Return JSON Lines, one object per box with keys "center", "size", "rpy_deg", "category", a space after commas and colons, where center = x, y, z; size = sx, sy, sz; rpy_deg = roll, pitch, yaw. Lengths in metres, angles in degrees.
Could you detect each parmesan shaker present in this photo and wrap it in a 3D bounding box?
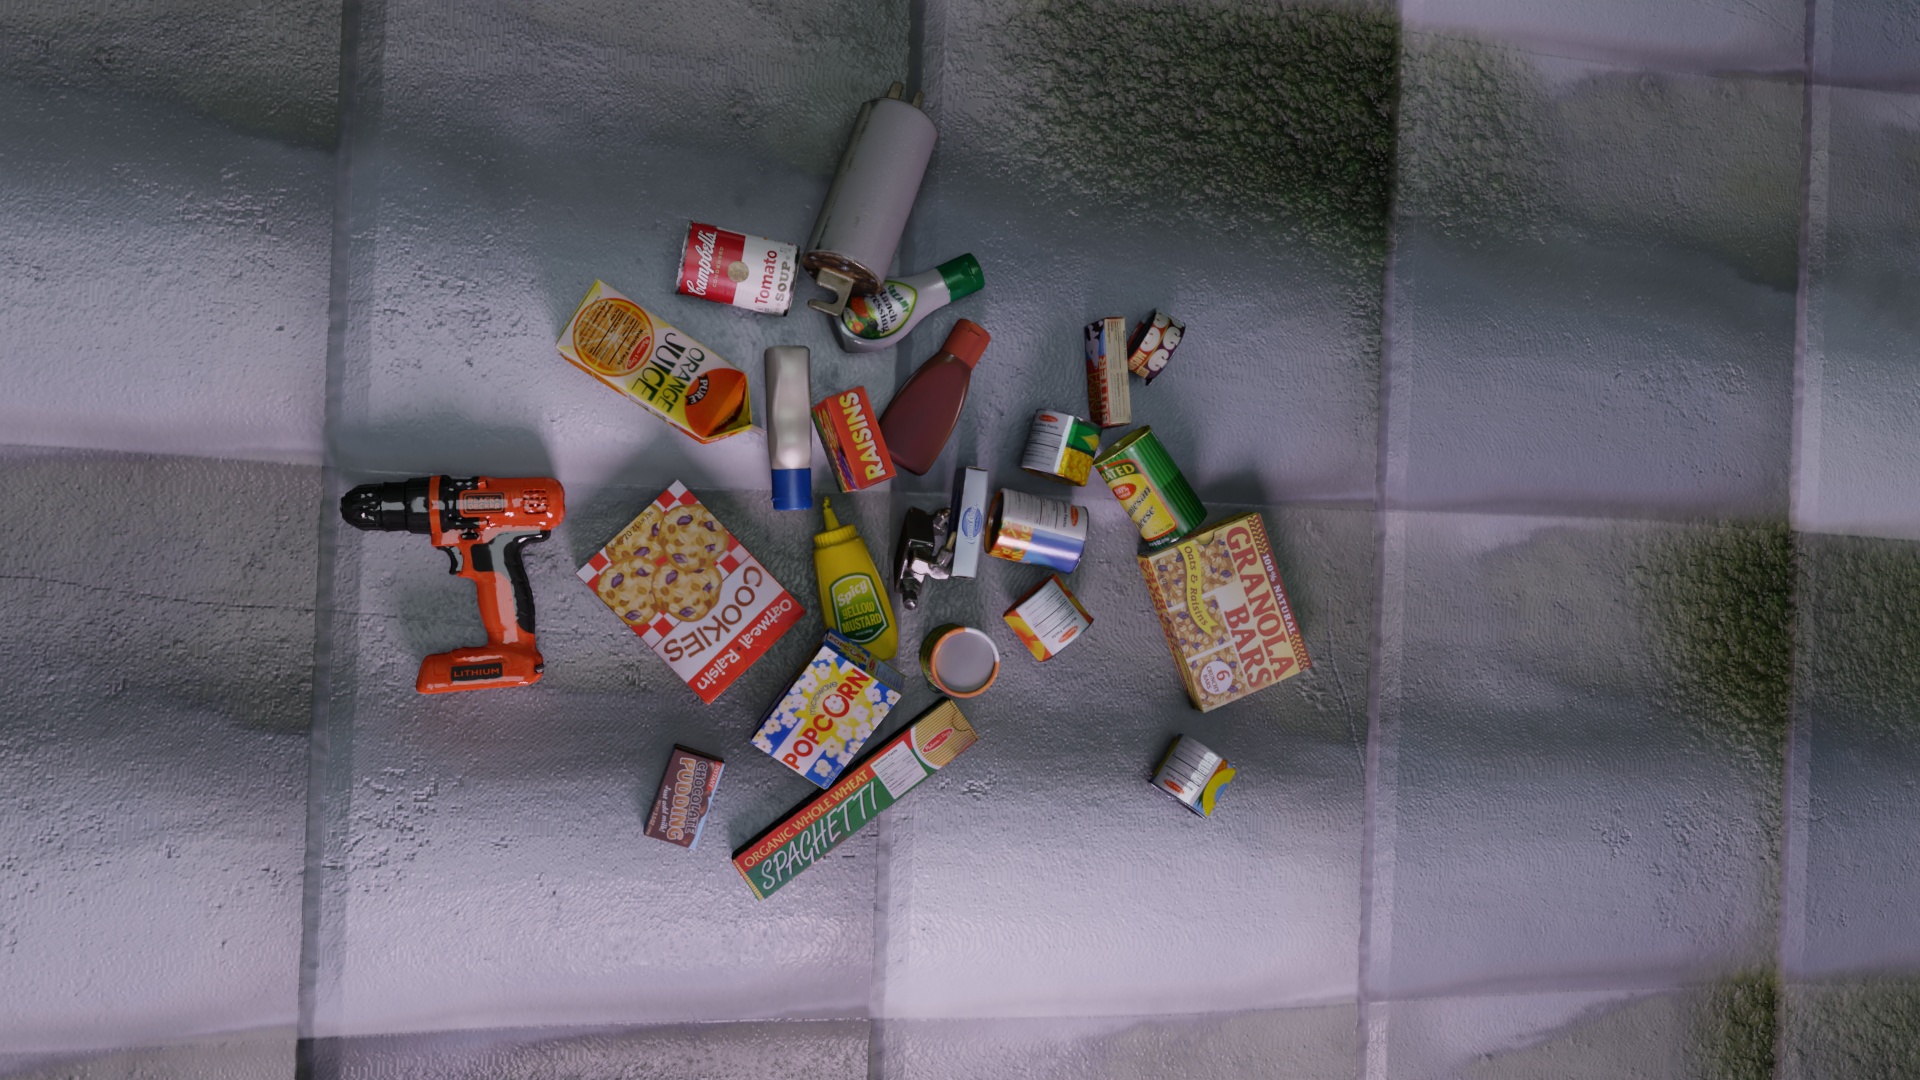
{"center": [0.184, -0.051, 1.332], "size": [0.071, 0.071, 0.103], "rpy_deg": [-37, 97, -10], "category": "parmesan shaker"}

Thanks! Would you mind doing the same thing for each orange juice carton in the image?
{"center": [-0.257, -0.146, 1.237], "size": [0.192, 0.072, 0.073], "rpy_deg": [32, 84, -10], "category": "orange juice carton"}

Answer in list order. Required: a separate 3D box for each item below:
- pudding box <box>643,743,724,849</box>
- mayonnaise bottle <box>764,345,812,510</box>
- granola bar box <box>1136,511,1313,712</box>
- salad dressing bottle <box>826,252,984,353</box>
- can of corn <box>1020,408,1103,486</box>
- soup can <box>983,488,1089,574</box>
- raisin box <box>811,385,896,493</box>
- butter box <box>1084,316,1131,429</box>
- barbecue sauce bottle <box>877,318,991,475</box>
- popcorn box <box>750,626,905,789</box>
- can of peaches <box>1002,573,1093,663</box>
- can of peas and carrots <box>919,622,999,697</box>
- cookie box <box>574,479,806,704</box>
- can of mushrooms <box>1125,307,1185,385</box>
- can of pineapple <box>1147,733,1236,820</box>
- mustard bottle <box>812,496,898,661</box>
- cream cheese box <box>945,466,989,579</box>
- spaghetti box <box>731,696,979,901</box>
{"center": [-0.250, 0.232, 1.258], "size": [0.050, 0.030, 0.083], "rpy_deg": [21, 86, -12], "category": "pudding box"}
{"center": [-0.155, -0.102, 1.266], "size": [0.041, 0.065, 0.148], "rpy_deg": [-3, 95, -15], "category": "mayonnaise bottle"}
{"center": [0.260, 0.070, 1.365], "size": [0.124, 0.039, 0.165], "rpy_deg": [-21, 94, -12], "category": "granola bar box"}
{"center": [-0.050, -0.224, 1.296], "size": [0.148, 0.044, 0.064], "rpy_deg": [-26, 89, -11], "category": "salad dressing bottle"}
{"center": [0.097, -0.087, 1.318], "size": [0.071, 0.071, 0.058], "rpy_deg": [17, 87, -12], "category": "can of corn"}
{"center": [0.070, -0.007, 1.312], "size": [0.084, 0.071, 0.071], "rpy_deg": [13, 87, -11], "category": "soup can"}
{"center": [-0.098, -0.089, 1.245], "size": [0.040, 0.123, 0.086], "rpy_deg": [-20, 95, -12], "category": "raisin box"}
{"center": [0.141, -0.160, 1.333], "size": [0.024, 0.053, 0.103], "rpy_deg": [-4, 91, -15], "category": "butter box"}
{"center": [-0.023, -0.137, 1.302], "size": [0.065, 0.043, 0.148], "rpy_deg": [32, 83, -11], "category": "barbecue sauce bottle"}
{"center": [-0.120, 0.153, 1.257], "size": [0.085, 0.038, 0.126], "rpy_deg": [35, 109, -10], "category": "popcorn box"}
{"center": [0.082, 0.073, 1.313], "size": [0.071, 0.071, 0.058], "rpy_deg": [-40, 92, -9], "category": "can of peaches"}
{"center": [-0.003, 0.113, 1.298], "size": [0.071, 0.058, 0.071], "rpy_deg": [0, 90, -12], "category": "can of peas and carrots"}
{"center": [-0.242, 0.047, 1.255], "size": [0.123, 0.040, 0.167], "rpy_deg": [-44, 99, -9], "category": "cookie box"}
{"center": [0.184, -0.187, 1.336], "size": [0.033, 0.071, 0.071], "rpy_deg": [30, 84, -10], "category": "can of mushrooms"}
{"center": [0.225, 0.229, 1.345], "size": [0.071, 0.071, 0.058], "rpy_deg": [36, 83, -10], "category": "can of pineapple"}
{"center": [-0.104, 0.037, 1.281], "size": [0.065, 0.049, 0.160], "rpy_deg": [-17, 94, -10], "category": "mustard bottle"}
{"center": [0.005, -0.016, 1.303], "size": [0.024, 0.053, 0.104], "rpy_deg": [8, 88, -10], "category": "cream cheese box"}
{"center": [-0.098, 0.238, 1.291], "size": [0.250, 0.028, 0.050], "rpy_deg": [-36, 97, -10], "category": "spaghetti box"}
